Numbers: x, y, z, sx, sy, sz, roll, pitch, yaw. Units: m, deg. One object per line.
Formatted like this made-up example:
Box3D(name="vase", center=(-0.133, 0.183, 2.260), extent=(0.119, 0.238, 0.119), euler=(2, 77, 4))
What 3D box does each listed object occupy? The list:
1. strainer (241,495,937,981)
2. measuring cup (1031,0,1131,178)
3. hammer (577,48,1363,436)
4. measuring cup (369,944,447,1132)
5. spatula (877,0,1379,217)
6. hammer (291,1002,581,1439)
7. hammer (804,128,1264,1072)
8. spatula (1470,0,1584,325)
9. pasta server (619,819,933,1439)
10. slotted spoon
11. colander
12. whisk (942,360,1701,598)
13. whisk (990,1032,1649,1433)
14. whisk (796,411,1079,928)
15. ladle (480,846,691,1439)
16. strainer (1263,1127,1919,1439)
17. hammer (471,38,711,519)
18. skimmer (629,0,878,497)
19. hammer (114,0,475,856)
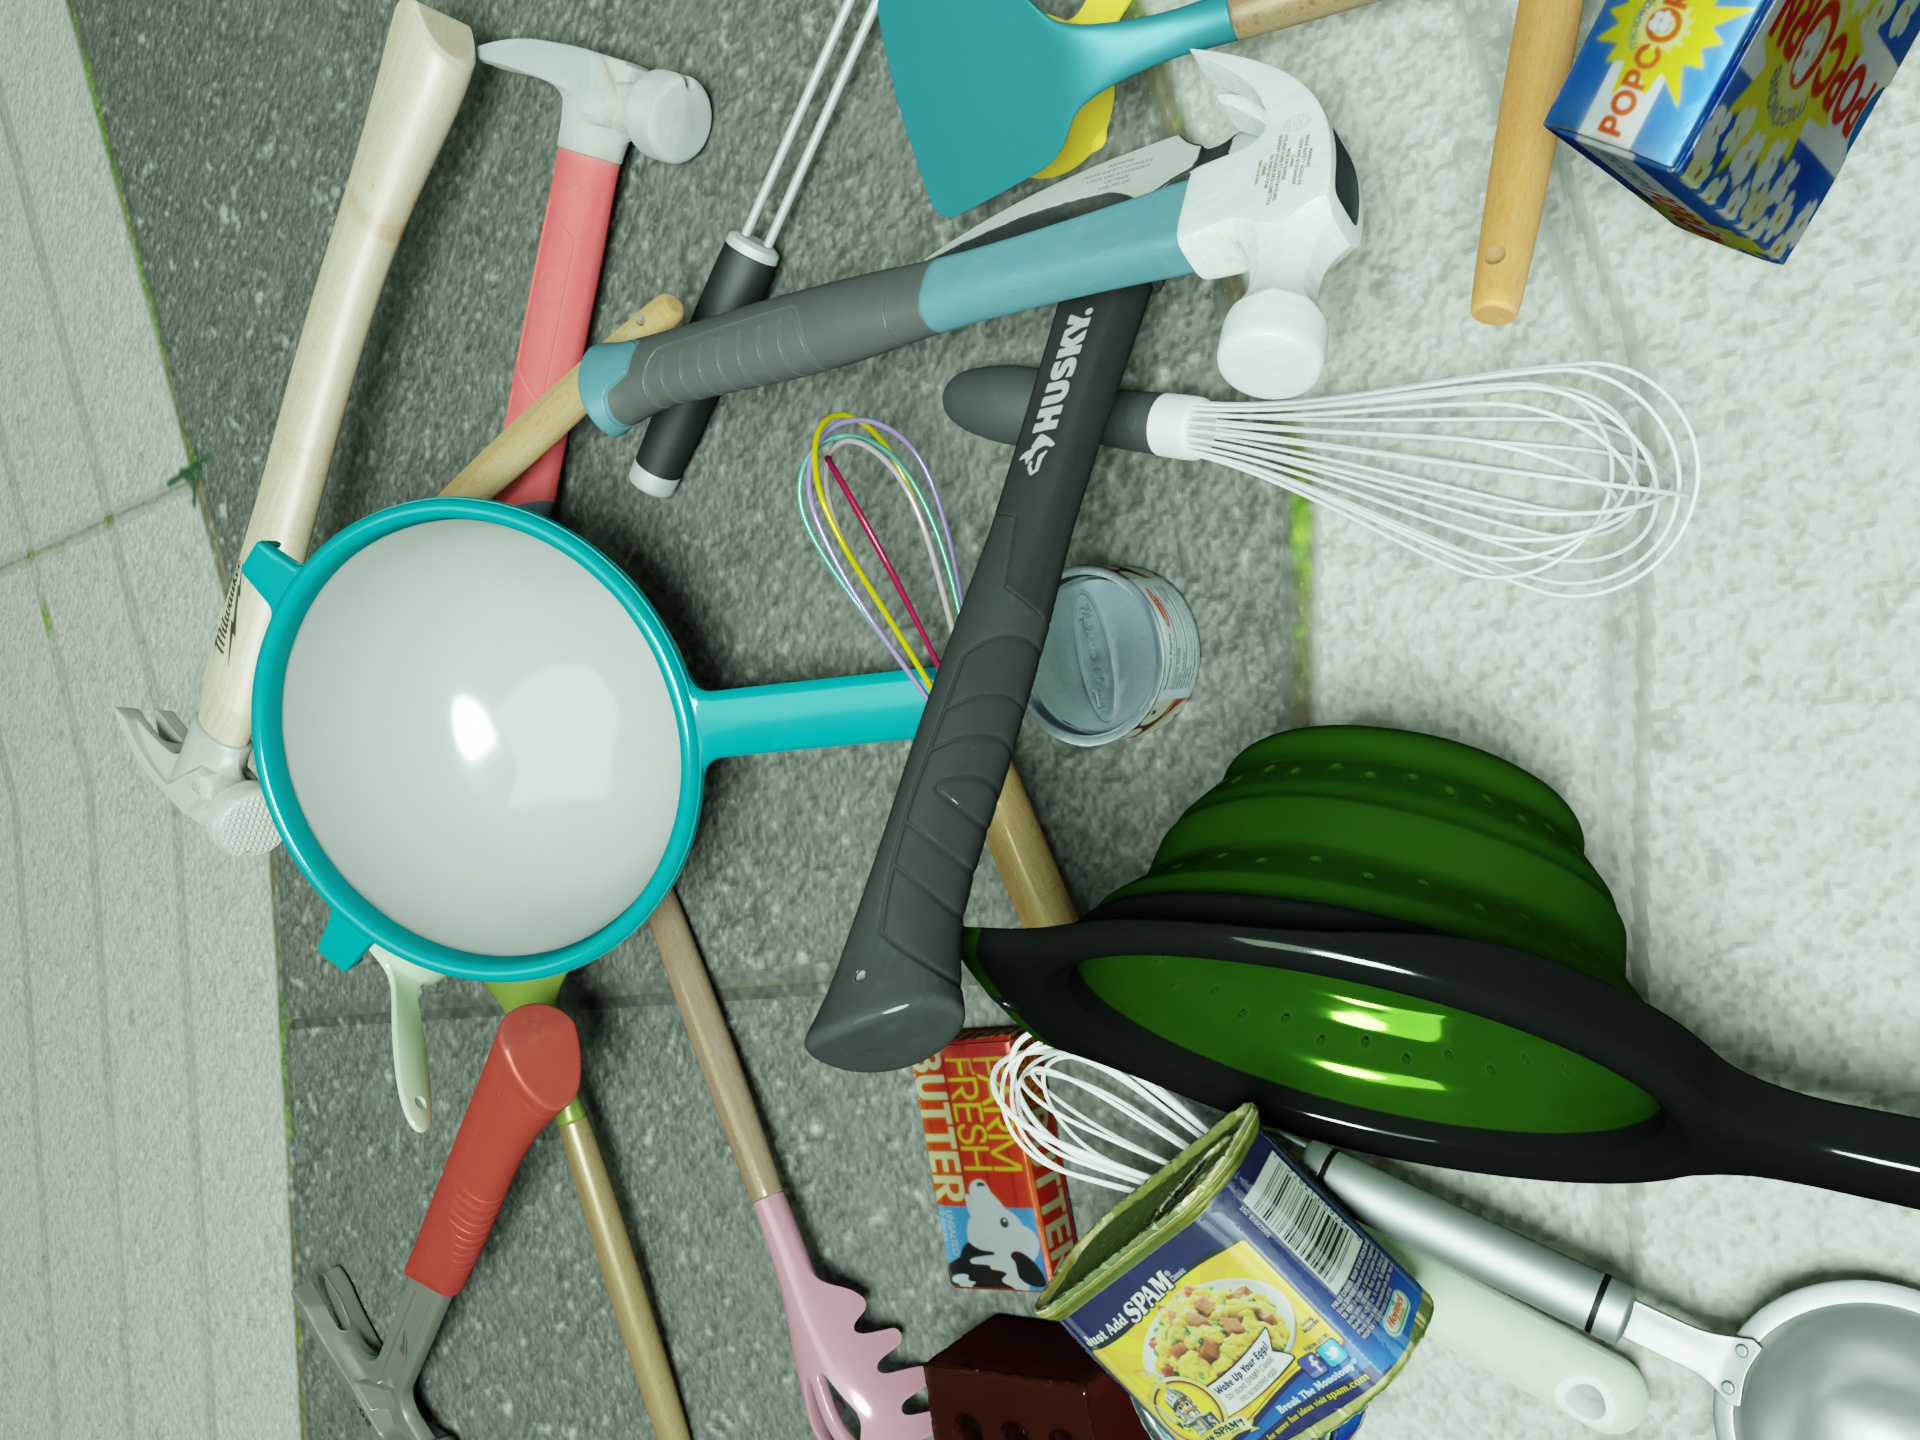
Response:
Box3D(name="strainer", center=(-0.138, -0.002, 0.701), extent=(0.340, 0.095, 0.211), euler=(-5, 99, 13))
Box3D(name="measuring cup", center=(0.051, -0.270, 0.571), extent=(0.062, 0.029, 0.156), euler=(47, 121, 23))
Box3D(name="hammer", center=(-0.019, -0.144, 0.554), extent=(0.331, 0.033, 0.128), euler=(-4, 59, 37))
Box3D(name="measuring cup", center=(-0.259, 0.123, 0.778), extent=(0.038, 0.083, 0.168), euler=(-33, 46, 10))
Box3D(name="spatula", center=(0.115, -0.238, 0.512), extent=(0.317, 0.044, 0.082), euler=(-8, 113, 24))
Box3D(name="hammer", center=(-0.264, 0.257, 0.808), extent=(0.149, 0.036, 0.359), euler=(46, 129, 22))
Box3D(name="hammer", center=(0.015, -0.050, 0.509), extent=(0.146, 0.035, 0.335), euler=(-3, 59, 38))
Box3D(name="spatula", center=(0.173, -0.264, 0.446), extent=(0.081, 0.041, 0.323), euler=(5, 76, 36))
Box3D(name="pasta server", center=(-0.092, 0.188, 0.722), extent=(0.060, 0.040, 0.316), euler=(-35, 71, 33))
Box3D(name="slotted spoon", center=(-0.229, -0.104, 0.743), extent=(0.313, 0.031, 0.070), euler=(-31, 72, 34))
Box3D(name="colander", center=(0.200, 0.075, 0.452), extent=(0.397, 0.204, 0.094), euler=(8, 65, 24))
Box3D(name="whisk", center=(0.103, -0.097, 0.540), extent=(0.285, 0.070, 0.070), euler=(17, 104, 38))
Box3D(name="whisk", center=(0.117, 0.175, 0.559), extent=(0.246, 0.059, 0.057), euler=(24, 114, 26))
Box3D(name="whisk", center=(-0.002, -0.001, 0.604), extent=(0.051, 0.047, 0.245), euler=(-22, 95, 10))
Box3D(name="ladle", center=(-0.173, 0.216, 0.779), extent=(0.078, 0.062, 0.320), euler=(-16, 92, 33))
Box3D(name="strainer", center=(0.205, 0.185, 0.483), extent=(0.259, 0.050, 0.087), euler=(20, 95, 29))
Box3D(name="hammer", center=(-0.220, -0.125, 0.775), extent=(0.143, 0.038, 0.386), euler=(26, 109, 32))
Box3D(name="skimmer", center=(-0.066, -0.237, 0.623), extent=(0.127, 0.090, 0.363), euler=(29, 116, -3))
Box3D(name="hammer", center=(-0.326, -0.147, 0.785), extent=(0.146, 0.038, 0.410), euler=(31, 104, 37))
